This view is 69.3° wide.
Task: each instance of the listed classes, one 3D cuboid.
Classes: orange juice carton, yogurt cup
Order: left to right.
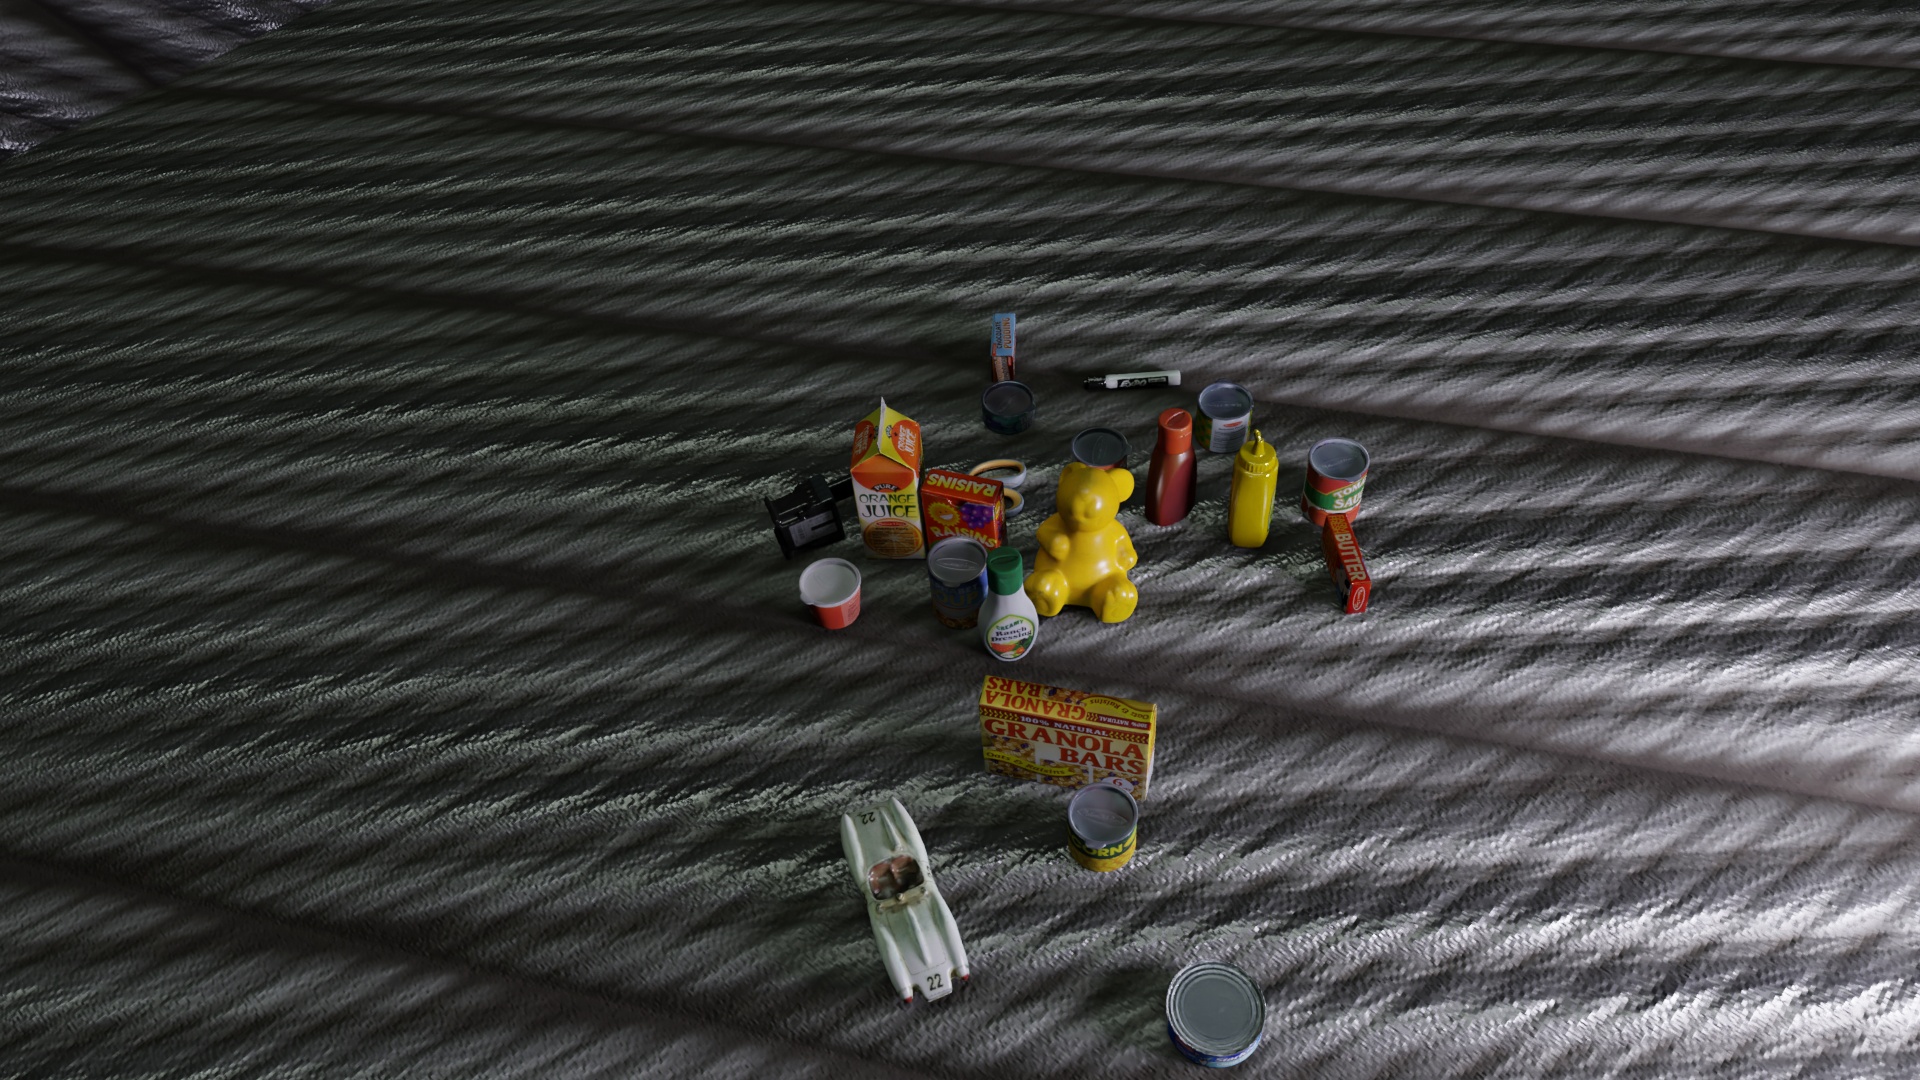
[{"bbox_3d":[-0.141,0.061,1.530,0.072,0.053,0.073,-3,49,3],"label":"yogurt cup"},{"bbox_3d":[-0.078,-0.066,1.543,0.073,0.191,0.072,0,49,5],"label":"orange juice carton"}]

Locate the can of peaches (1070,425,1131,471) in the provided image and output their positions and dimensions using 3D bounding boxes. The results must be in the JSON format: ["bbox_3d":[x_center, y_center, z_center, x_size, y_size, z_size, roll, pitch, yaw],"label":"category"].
[{"bbox_3d":[0.165,-0.091,1.632,0.071,0.057,0.071,-3,49,3],"label":"can of peaches"}]

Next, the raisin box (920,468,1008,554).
[{"bbox_3d":[0.006,-0.019,1.541,0.086,0.122,0.040,12,51,15],"label":"raisin box"}]

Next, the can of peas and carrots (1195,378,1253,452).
[{"bbox_3d":[0.316,-0.149,1.669,0.071,0.058,0.071,-3,49,3],"label":"can of peas and carrots"}]

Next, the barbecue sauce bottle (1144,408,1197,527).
[{"bbox_3d":[0.238,-0.083,1.559,0.065,0.147,0.044,-36,55,-23],"label":"barbecue sauce bottle"}]

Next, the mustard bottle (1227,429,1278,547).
[{"bbox_3d":[0.322,-0.061,1.525,0.049,0.159,0.066,6,50,10],"label":"mustard bottle"}]

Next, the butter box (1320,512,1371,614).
[{"bbox_3d":[0.419,0.024,1.513,0.024,0.052,0.104,-6,49,0],"label":"butter box"}]

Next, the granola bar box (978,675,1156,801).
[{"bbox_3d":[0.103,0.193,1.347,0.165,0.123,0.039,8,51,12],"label":"granola bar box"}]

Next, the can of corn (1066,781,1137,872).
[{"bbox_3d":[0.134,0.275,1.317,0.071,0.058,0.071,-3,49,3],"label":"can of corn"}]

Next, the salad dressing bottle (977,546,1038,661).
[{"bbox_3d":[0.048,0.066,1.447,0.064,0.146,0.044,-10,49,-3],"label":"salad dressing bottle"}]

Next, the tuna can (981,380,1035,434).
[{"bbox_3d":[0.062,-0.164,1.722,0.071,0.032,0.071,-2,49,3],"label":"tuna can"}]

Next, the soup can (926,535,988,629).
[{"bbox_3d":[-0.001,0.049,1.508,0.071,0.083,0.072,-3,49,3],"label":"soup can"}]

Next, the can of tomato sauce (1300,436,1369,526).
[{"bbox_3d":[0.423,-0.064,1.569,0.071,0.082,0.071,-3,49,3],"label":"can of tomato sauce"}]

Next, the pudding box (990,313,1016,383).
[{"bbox_3d":[0.055,-0.248,1.784,0.030,0.049,0.084,0,49,5],"label":"pudding box"}]
